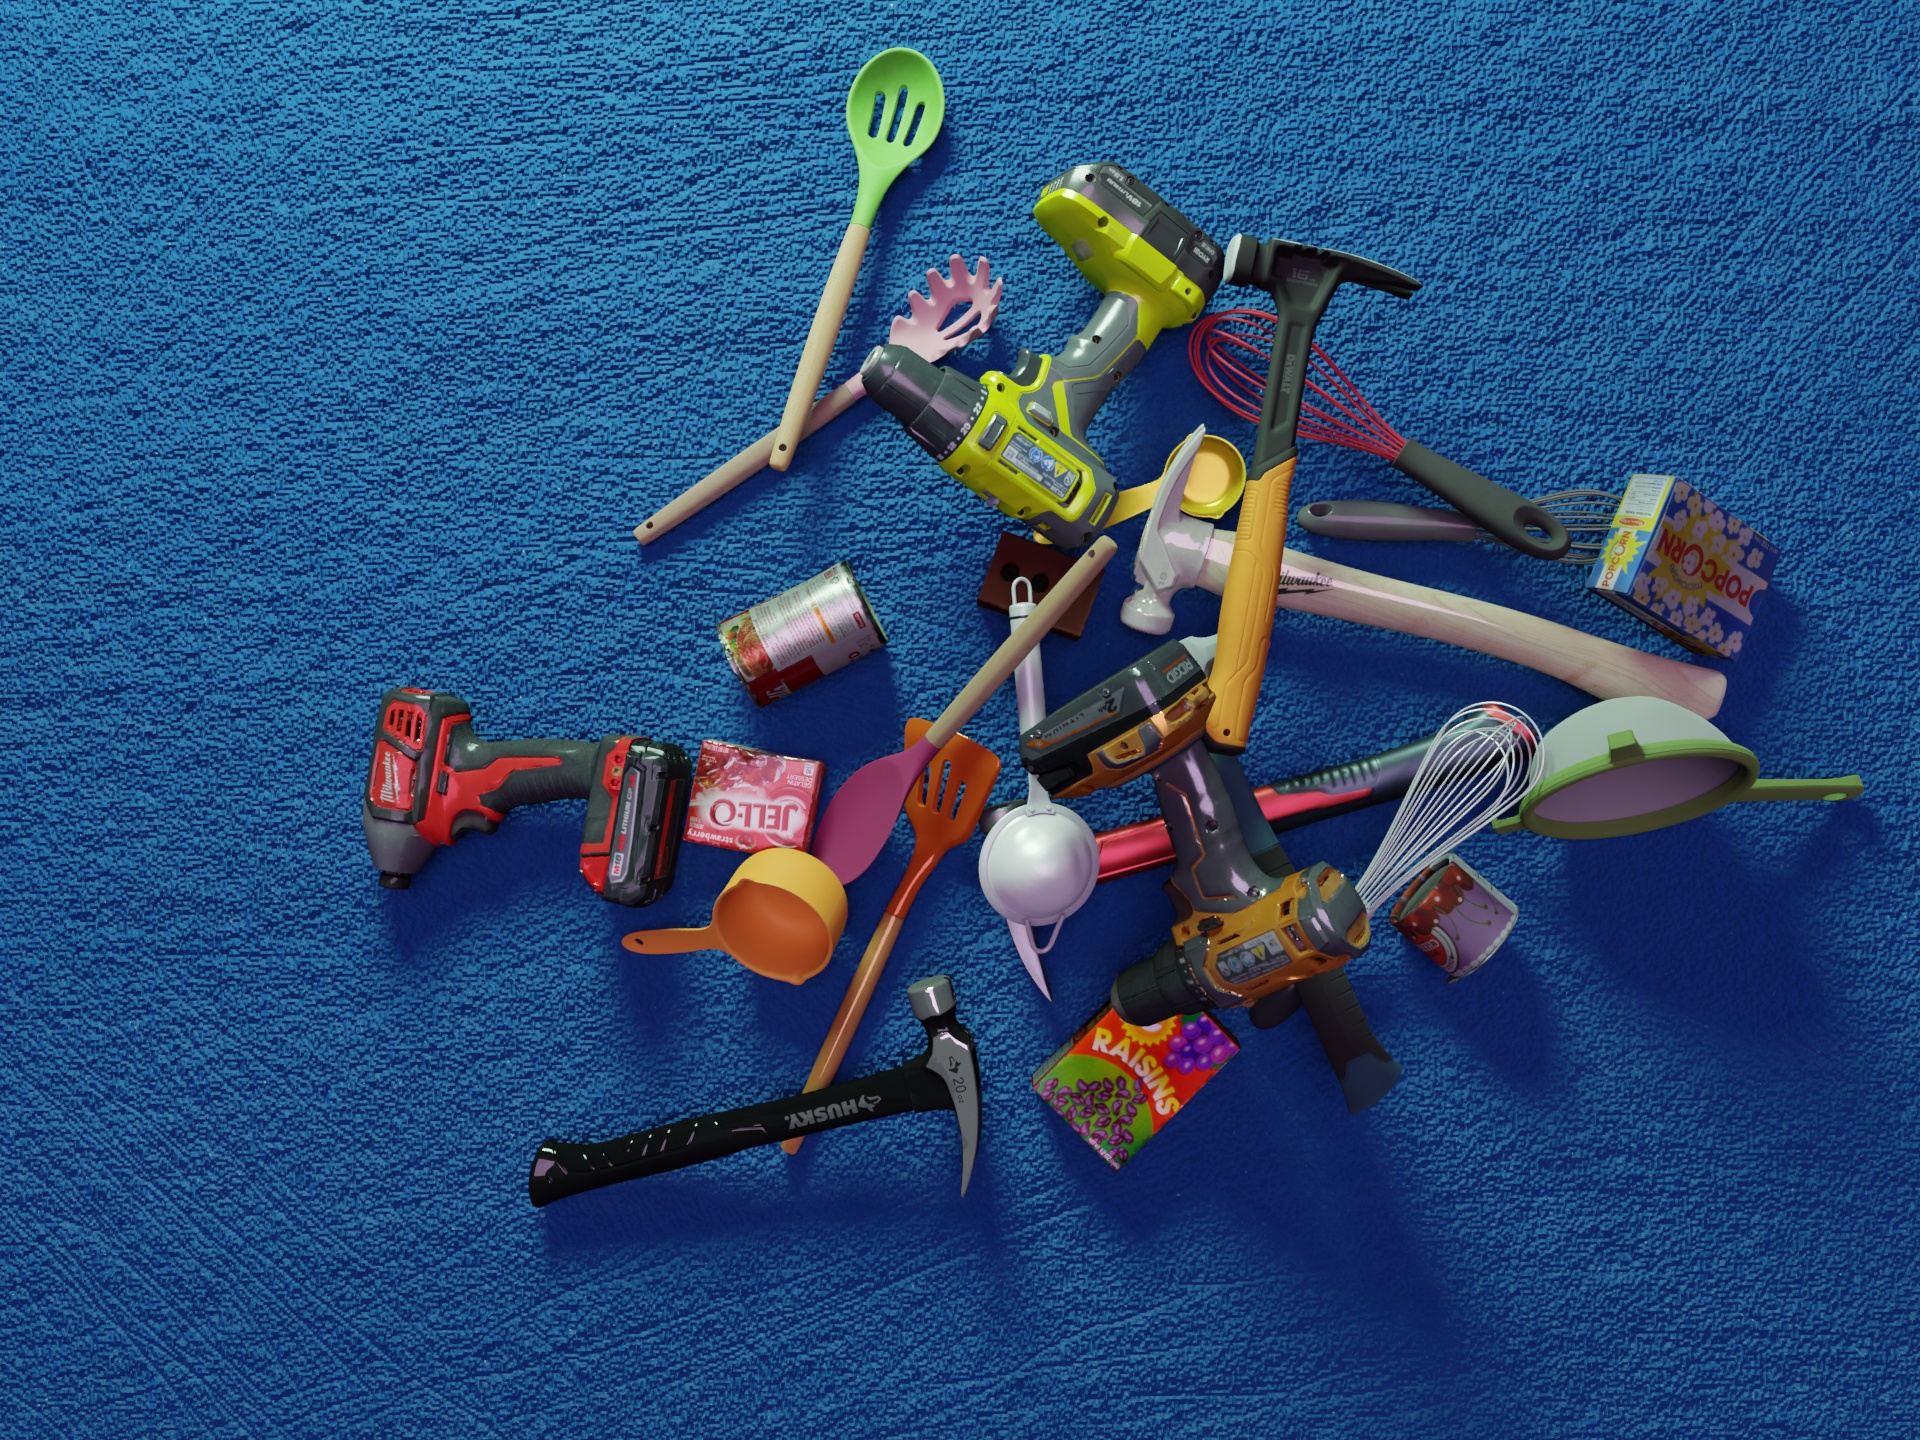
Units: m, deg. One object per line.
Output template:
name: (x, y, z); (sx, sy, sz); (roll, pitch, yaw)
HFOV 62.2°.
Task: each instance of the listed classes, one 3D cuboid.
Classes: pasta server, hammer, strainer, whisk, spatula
pasta server: (-0.103, -0.221, 1.130); (0.316, 0.040, 0.060); (-34, 71, 3)
hammer: (0.326, -0.082, 1.095); (0.410, 0.038, 0.146); (16, 110, 0)
strainer: (0.051, 0.032, 1.074); (0.087, 0.050, 0.258); (-5, 90, -15)
hammer: (0.215, 0.079, 1.112); (0.386, 0.038, 0.143); (-16, 90, 2)
hammer: (0.208, -0.142, 1.041); (0.127, 0.034, 0.337); (11, 90, -3)
whisk: (0.288, 0.106, 1.077); (0.070, 0.070, 0.284); (37, 107, 2)
spatula: (-0.061, 0.158, 1.120); (0.081, 0.041, 0.322); (25, 92, 26)
hammer: (0.208, 0.100, 1.062); (0.128, 0.033, 0.331); (-25, 83, 5)
hammer: (-0.145, 0.289, 1.108); (0.335, 0.035, 0.146); (-16, 93, 8)
strainer: (0.495, 0.024, 1.077); (0.256, 0.151, 0.069); (1, 64, -16)
whisk: (0.284, -0.194, 1.086); (0.296, 0.073, 0.073); (34, 90, 10)
whisk: (0.356, -0.138, 1.108); (0.239, 0.055, 0.055); (3, 89, 7)

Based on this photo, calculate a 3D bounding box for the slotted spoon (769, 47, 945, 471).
slotted spoon: (-0.081, -0.324, 1.122); (0.070, 0.031, 0.314); (17, 84, 3)

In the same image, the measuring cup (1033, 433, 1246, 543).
measuring cup: (0.127, -0.157, 1.130); (0.156, 0.029, 0.062); (-18, 96, 14)

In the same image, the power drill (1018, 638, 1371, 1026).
power drill: (0.129, 0.085, 1.020); (0.185, 0.084, 0.226); (-33, 90, 36)

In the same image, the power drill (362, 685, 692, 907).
power drill: (-0.311, 0.062, 1.116); (0.219, 0.078, 0.143); (10, 89, 5)

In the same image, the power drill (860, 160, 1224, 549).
power drill: (0.058, -0.255, 1.073); (0.190, 0.080, 0.228); (33, 84, -18)

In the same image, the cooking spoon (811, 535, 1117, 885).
cooking spoon: (-0.002, -0.003, 1.076); (0.319, 0.017, 0.069); (-49, 48, 21)

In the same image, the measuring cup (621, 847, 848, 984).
measuring cup: (-0.159, 0.137, 1.121); (0.173, 0.052, 0.095); (-9, 120, 26)
